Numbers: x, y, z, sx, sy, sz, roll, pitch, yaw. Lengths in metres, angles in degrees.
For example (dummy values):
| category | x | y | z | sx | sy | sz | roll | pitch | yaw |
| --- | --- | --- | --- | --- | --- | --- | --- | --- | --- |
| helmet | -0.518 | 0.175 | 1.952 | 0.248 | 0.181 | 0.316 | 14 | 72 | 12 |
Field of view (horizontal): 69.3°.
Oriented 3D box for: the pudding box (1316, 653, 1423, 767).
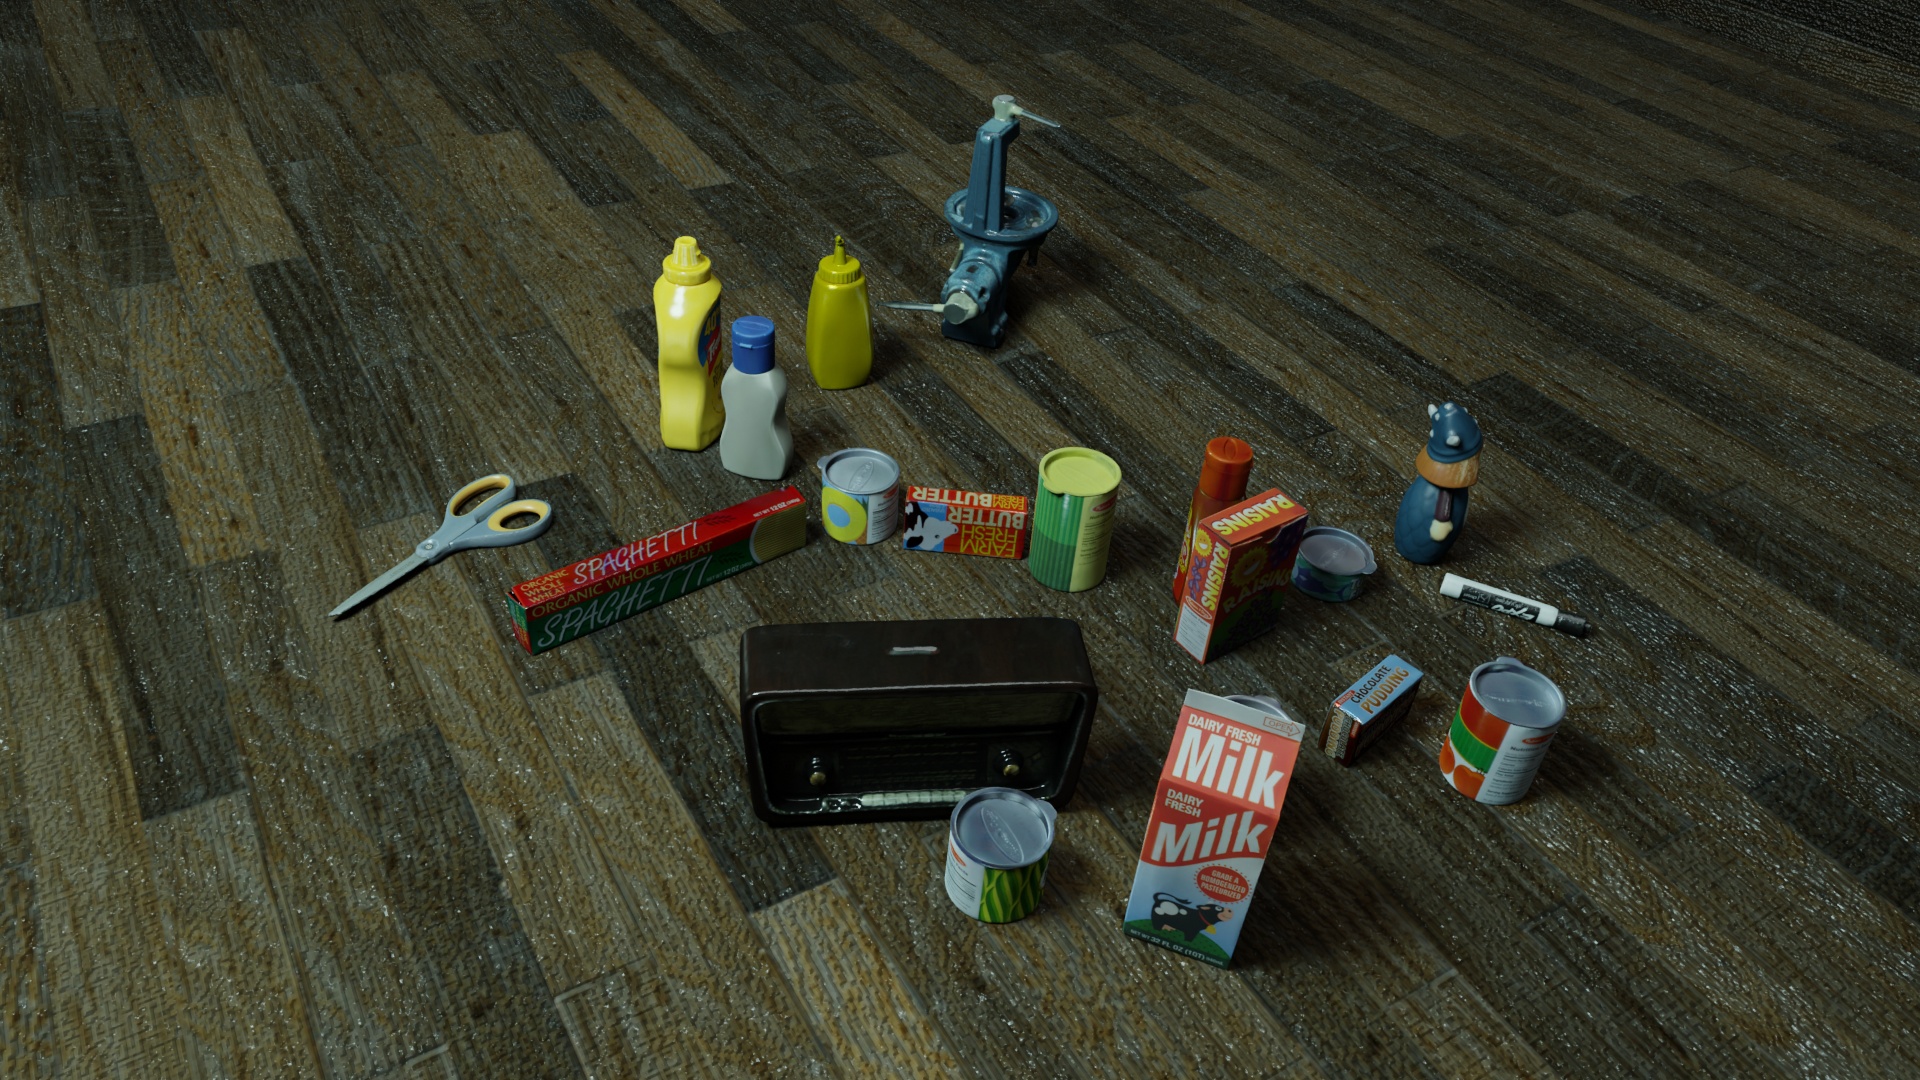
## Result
| category | x | y | z | sx | sy | sz | roll | pitch | yaw |
| --- | --- | --- | --- | --- | --- | --- | --- | --- | --- |
| pudding box | 0.305 | 0.125 | 1.033 | 0.084 | 0.049 | 0.030 | -28 | 49 | -35 |

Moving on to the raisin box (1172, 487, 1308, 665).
| category | x | y | z | sx | sy | sz | roll | pitch | yaw |
| --- | --- | --- | --- | --- | --- | --- | --- | --- | --- |
| raisin box | 0.218 | 0.028 | 1.086 | 0.086 | 0.122 | 0.040 | -21 | 45 | -29 |

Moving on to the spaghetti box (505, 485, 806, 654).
| category | x | y | z | sx | sy | sz | roll | pitch | yaw |
| --- | --- | --- | --- | --- | --- | --- | --- | --- | --- |
| spaghetti box | -0.234 | 0.020 | 1.102 | 0.251 | 0.049 | 0.029 | -23 | 46 | -31 |

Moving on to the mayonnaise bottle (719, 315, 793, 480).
| category | x | y | z | sx | sy | sz | roll | pitch | yaw |
| --- | --- | --- | --- | --- | --- | --- | --- | --- | --- |
| mayonnaise bottle | -0.179 | -0.123 | 1.211 | 0.065 | 0.147 | 0.041 | 12 | 39 | 9 |

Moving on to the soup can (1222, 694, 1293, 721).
| category | x | y | z | sx | sy | sz | roll | pitch | yaw |
| --- | --- | --- | --- | --- | --- | --- | --- | --- | --- |
| soup can | 0.192 | 0.157 | 0.952 | 0.071 | 0.083 | 0.072 | 3 | 38 | -2 |

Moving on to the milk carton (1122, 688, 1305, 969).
| category | x | y | z | sx | sy | sz | roll | pitch | yaw |
| --- | --- | --- | --- | --- | --- | --- | --- | --- | --- |
| milk carton | 0.155 | 0.168 | 0.848 | 0.072 | 0.189 | 0.074 | 16 | 39 | 14 |

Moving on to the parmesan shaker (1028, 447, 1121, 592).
| category | x | y | z | sx | sy | sz | roll | pitch | yaw |
| --- | --- | --- | --- | --- | --- | --- | --- | --- | --- |
| parmesan shaker | 0.090 | -0.015 | 1.143 | 0.071 | 0.102 | 0.072 | 3 | 38 | -2 |

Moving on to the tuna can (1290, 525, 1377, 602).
| category | x | y | z | sx | sy | sz | roll | pitch | yaw |
| --- | --- | --- | --- | --- | --- | --- | --- | --- | --- |
| tuna can | 0.316 | 0.021 | 1.180 | 0.071 | 0.032 | 0.071 | 3 | 38 | -3 |

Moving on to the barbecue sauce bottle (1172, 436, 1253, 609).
| category | x | y | z | sx | sy | sz | roll | pitch | yaw |
| --- | --- | --- | --- | --- | --- | --- | --- | --- | --- |
| barbecue sauce bottle | 0.204 | -0.013 | 1.116 | 0.044 | 0.147 | 0.065 | 10 | 38 | 6 |

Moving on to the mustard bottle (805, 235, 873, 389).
| category | x | y | z | sx | sy | sz | roll | pitch | yaw |
| --- | --- | --- | --- | --- | --- | --- | --- | --- | --- |
| mustard bottle | -0.115 | -0.222 | 1.334 | 0.065 | 0.159 | 0.049 | -8 | 40 | -17 |

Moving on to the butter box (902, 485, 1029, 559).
| category | x | y | z | sx | sy | sz | roll | pitch | yaw |
| --- | --- | --- | --- | --- | --- | --- | --- | --- | --- |
| butter box | 0.004 | -0.015 | 1.172 | 0.103 | 0.052 | 0.024 | 5 | 38 | 0 |

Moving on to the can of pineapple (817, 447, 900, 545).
| category | x | y | z | sx | sy | sz | roll | pitch | yaw |
| --- | --- | --- | --- | --- | --- | --- | --- | --- | --- |
| can of pineapple | -0.087 | -0.038 | 1.187 | 0.071 | 0.057 | 0.071 | 3 | 38 | -3 |

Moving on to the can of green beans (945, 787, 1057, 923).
| category | x | y | z | sx | sy | sz | roll | pitch | yaw |
| --- | --- | --- | --- | --- | --- | --- | --- | --- | --- |
| can of green beans | 0.024 | 0.203 | 0.895 | 0.071 | 0.057 | 0.071 | 3 | 38 | -3 |

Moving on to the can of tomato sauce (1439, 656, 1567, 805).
| category | x | y | z | sx | sy | sz | roll | pitch | yaw |
| --- | --- | --- | --- | --- | --- | --- | --- | --- | --- |
| can of tomato sauce | 0.388 | 0.137 | 1.000 | 0.071 | 0.082 | 0.071 | 3 | 38 | -2 |
